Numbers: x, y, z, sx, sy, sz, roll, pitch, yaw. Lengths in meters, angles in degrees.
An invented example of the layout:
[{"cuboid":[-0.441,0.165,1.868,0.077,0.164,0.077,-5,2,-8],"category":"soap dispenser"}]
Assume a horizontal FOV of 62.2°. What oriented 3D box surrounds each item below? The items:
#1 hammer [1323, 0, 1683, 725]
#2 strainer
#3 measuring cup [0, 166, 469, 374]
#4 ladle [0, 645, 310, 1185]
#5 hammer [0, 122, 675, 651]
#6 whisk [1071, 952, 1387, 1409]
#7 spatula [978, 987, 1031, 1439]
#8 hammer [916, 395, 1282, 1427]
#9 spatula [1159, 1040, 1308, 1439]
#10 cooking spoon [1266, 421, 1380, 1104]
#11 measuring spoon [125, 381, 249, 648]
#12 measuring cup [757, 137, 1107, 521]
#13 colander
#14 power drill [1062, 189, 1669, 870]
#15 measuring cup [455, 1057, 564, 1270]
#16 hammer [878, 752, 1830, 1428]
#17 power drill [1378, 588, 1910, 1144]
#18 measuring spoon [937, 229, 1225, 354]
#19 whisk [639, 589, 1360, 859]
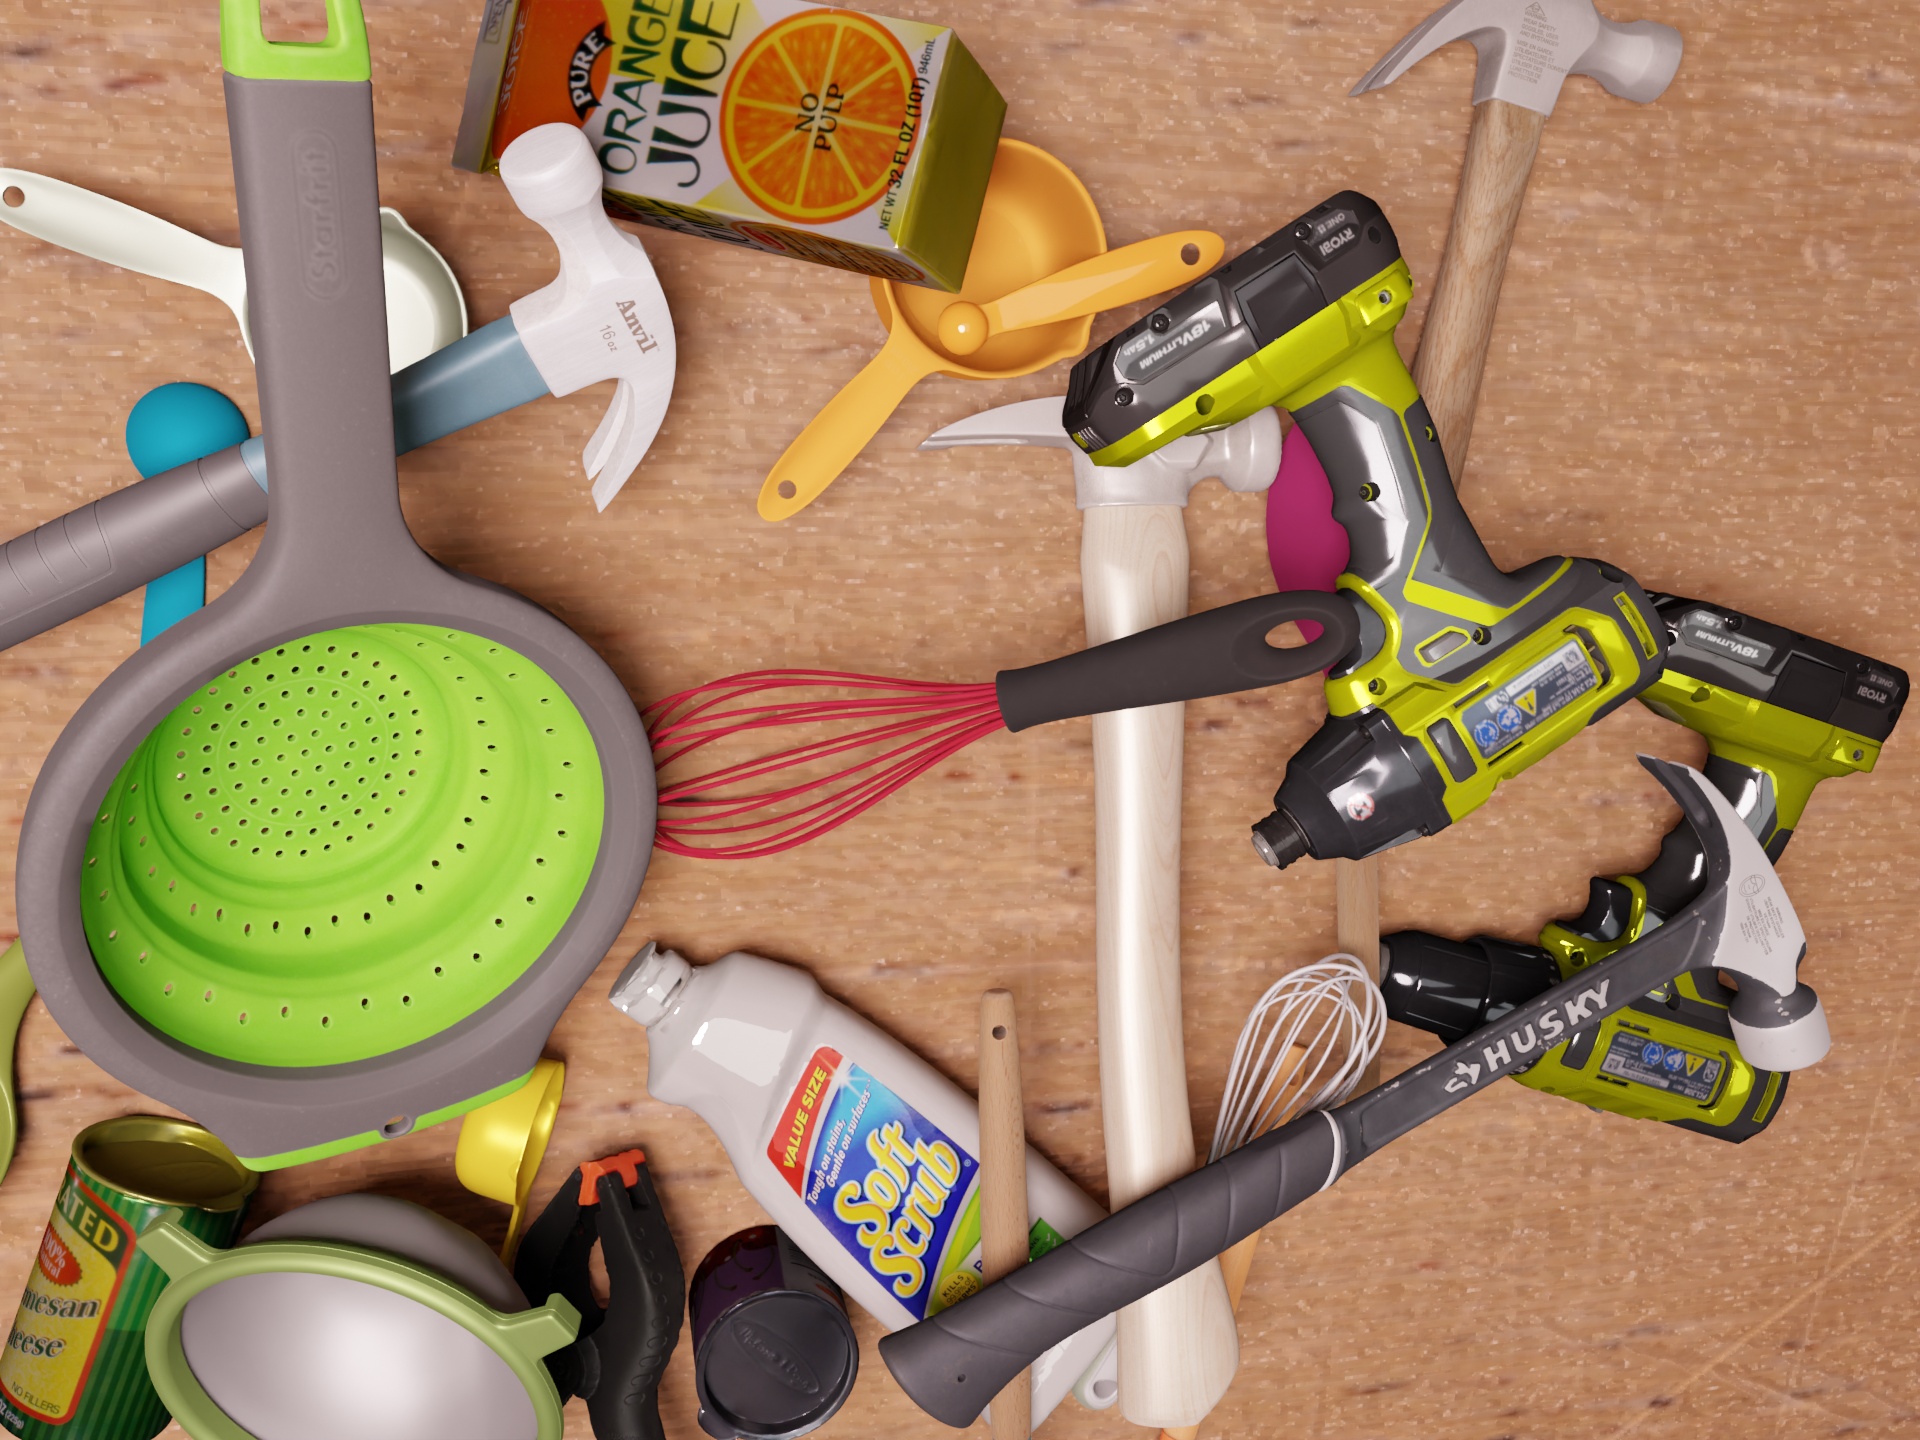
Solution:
[{"cuboid":[0.204,-0.144,0.676,0.130,0.031,0.331,10,97,-15],"category":"hammer"},{"cuboid":[-0.223,0.268,0.619,0.151,0.069,0.256,13,123,-1],"category":"strainer"},{"cuboid":[-0.258,-0.158,0.567,0.167,0.038,0.083,19,95,-13],"category":"measuring cup"},{"cuboid":[-0.309,0.055,0.581,0.078,0.062,0.320,40,86,-33],"category":"ladle"},{"cuboid":[-0.251,-0.079,0.544,0.331,0.033,0.128,-25,141,0],"category":"hammer"},{"cuboid":[0.110,0.204,0.688,0.057,0.059,0.246,21,107,-18],"category":"whisk"},{"cuboid":[0.022,0.263,0.625,0.082,0.044,0.317,-3,97,-4],"category":"spatula"},{"cuboid":[0.063,0.075,0.642,0.146,0.038,0.410,-2,89,-11],"category":"hammer"},{"cuboid":[0.103,0.301,0.732,0.081,0.041,0.322,17,91,-14],"category":"spatula"},{"cuboid":[0.167,0.028,0.673,0.069,0.017,0.319,-1,101,18],"category":"cooking spoon"},{"cuboid":[-0.289,-0.059,0.583,0.042,0.021,0.128,7,98,-14],"category":"measuring spoon"},{"cuboid":[-0.020,-0.144,0.615,0.095,0.052,0.173,42,90,-16],"category":"measuring cup"},{"cuboid":[-0.211,-0.042,0.522,0.204,0.095,0.396,-12,122,-32],"category":"colander"},{"cuboid":[0.142,-0.065,0.602,0.171,0.080,0.223,-33,97,-3],"category":"power drill"},{"cuboid":[-0.193,0.204,0.639,0.029,0.062,0.156,18,106,-3],"category":"measuring cup"},{"cuboid":[0.156,0.154,0.619,0.409,0.036,0.149,-26,104,-11],"category":"hammer"},{"cuboid":[0.298,0.062,0.708,0.190,0.080,0.228,18,98,-7],"category":"power drill"},{"cuboid":[0.047,-0.161,0.593,0.117,0.011,0.021,-20,103,-9],"category":"measuring spoon"},{"cuboid":[-0.001,-0.002,0.588,0.296,0.073,0.073,-14,103,16],"category":"whisk"}]
